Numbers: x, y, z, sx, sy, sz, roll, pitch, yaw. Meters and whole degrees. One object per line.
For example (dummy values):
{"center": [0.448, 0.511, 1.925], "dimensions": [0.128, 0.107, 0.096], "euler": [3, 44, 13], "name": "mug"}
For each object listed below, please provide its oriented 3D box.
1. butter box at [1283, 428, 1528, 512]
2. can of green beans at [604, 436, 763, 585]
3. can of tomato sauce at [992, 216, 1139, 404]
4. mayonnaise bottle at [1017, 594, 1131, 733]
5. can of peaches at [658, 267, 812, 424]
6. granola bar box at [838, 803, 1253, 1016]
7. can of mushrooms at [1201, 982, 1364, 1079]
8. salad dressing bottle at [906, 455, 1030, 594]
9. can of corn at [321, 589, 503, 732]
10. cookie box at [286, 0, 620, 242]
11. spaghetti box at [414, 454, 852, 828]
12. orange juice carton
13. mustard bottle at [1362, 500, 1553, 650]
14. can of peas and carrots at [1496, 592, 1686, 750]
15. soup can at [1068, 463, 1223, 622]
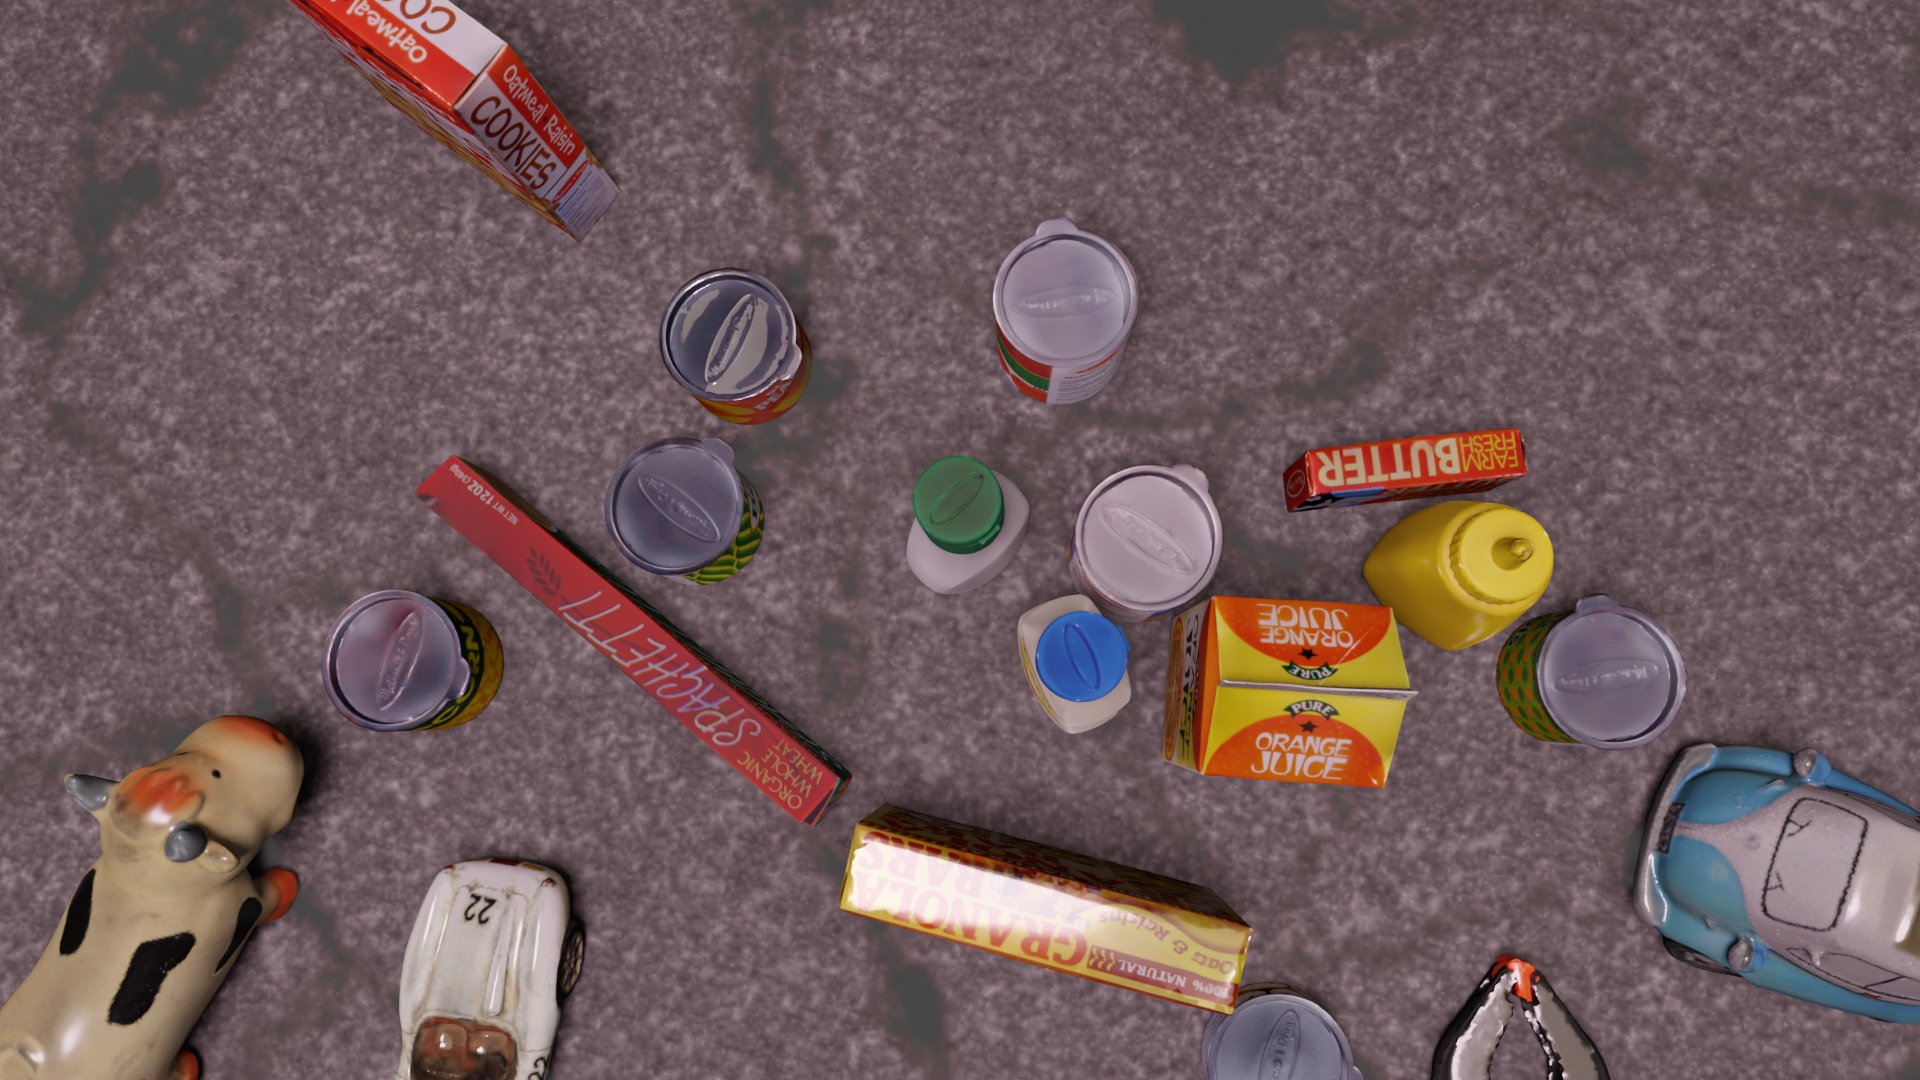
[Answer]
{"center": [0.213, -0.033, 0.672], "dimensions": [0.103, 0.053, 0.024], "euler": [-6, 83, 1], "name": "butter box"}
{"center": [-0.133, -0.013, 0.678], "dimensions": [0.071, 0.058, 0.071], "euler": [0, 83, 2], "name": "can of green beans"}
{"center": [0.049, -0.108, 0.673], "dimensions": [0.071, 0.083, 0.071], "euler": [0, 83, 2], "name": "can of tomato sauce"}
{"center": [0.050, 0.054, 0.618], "dimensions": [0.041, 0.148, 0.065], "euler": [-23, 83, -1], "name": "mayonnaise bottle"}
{"center": [-0.108, -0.093, 0.688], "dimensions": [0.071, 0.058, 0.071], "euler": [0, 83, 2], "name": "can of peaches"}
{"center": [0.035, 0.160, 0.616], "dimensions": [0.166, 0.124, 0.039], "euler": [14, 84, 4], "name": "granola bar box"}
{"center": [0.149, 0.243, 0.646], "dimensions": [0.071, 0.033, 0.071], "euler": [0, 82, 2], "name": "can of mushrooms"}
{"center": [0.002, -0.008, 0.628], "dimensions": [0.064, 0.147, 0.044], "euler": [-43, 83, -3], "name": "salad dressing bottle"}
{"center": [-0.261, 0.060, 0.673], "dimensions": [0.071, 0.058, 0.071], "euler": [0, 83, 2], "name": "can of corn"}
{"center": [-0.242, -0.215, 0.654], "dimensions": [0.123, 0.167, 0.040], "euler": [36, 86, 6], "name": "cookie box"}
{"center": [-0.156, 0.048, 0.675], "dimensions": [0.250, 0.050, 0.029], "euler": [39, 86, 6], "name": "spaghetti box"}
{"center": [0.132, 0.064, 0.591], "dimensions": [0.072, 0.192, 0.073], "euler": [4, 83, 3], "name": "orange juice carton"}
{"center": [0.225, 0.013, 0.611], "dimensions": [0.065, 0.160, 0.049], "euler": [44, 86, 6], "name": "mustard bottle"}
{"center": [0.293, 0.062, 0.653], "dimensions": [0.071, 0.058, 0.071], "euler": [0, 83, 2], "name": "can of peas and carrots"}
{"center": [0.087, 0.002, 0.656], "dimensions": [0.071, 0.083, 0.071], "euler": [0, 83, 2], "name": "soup can"}
